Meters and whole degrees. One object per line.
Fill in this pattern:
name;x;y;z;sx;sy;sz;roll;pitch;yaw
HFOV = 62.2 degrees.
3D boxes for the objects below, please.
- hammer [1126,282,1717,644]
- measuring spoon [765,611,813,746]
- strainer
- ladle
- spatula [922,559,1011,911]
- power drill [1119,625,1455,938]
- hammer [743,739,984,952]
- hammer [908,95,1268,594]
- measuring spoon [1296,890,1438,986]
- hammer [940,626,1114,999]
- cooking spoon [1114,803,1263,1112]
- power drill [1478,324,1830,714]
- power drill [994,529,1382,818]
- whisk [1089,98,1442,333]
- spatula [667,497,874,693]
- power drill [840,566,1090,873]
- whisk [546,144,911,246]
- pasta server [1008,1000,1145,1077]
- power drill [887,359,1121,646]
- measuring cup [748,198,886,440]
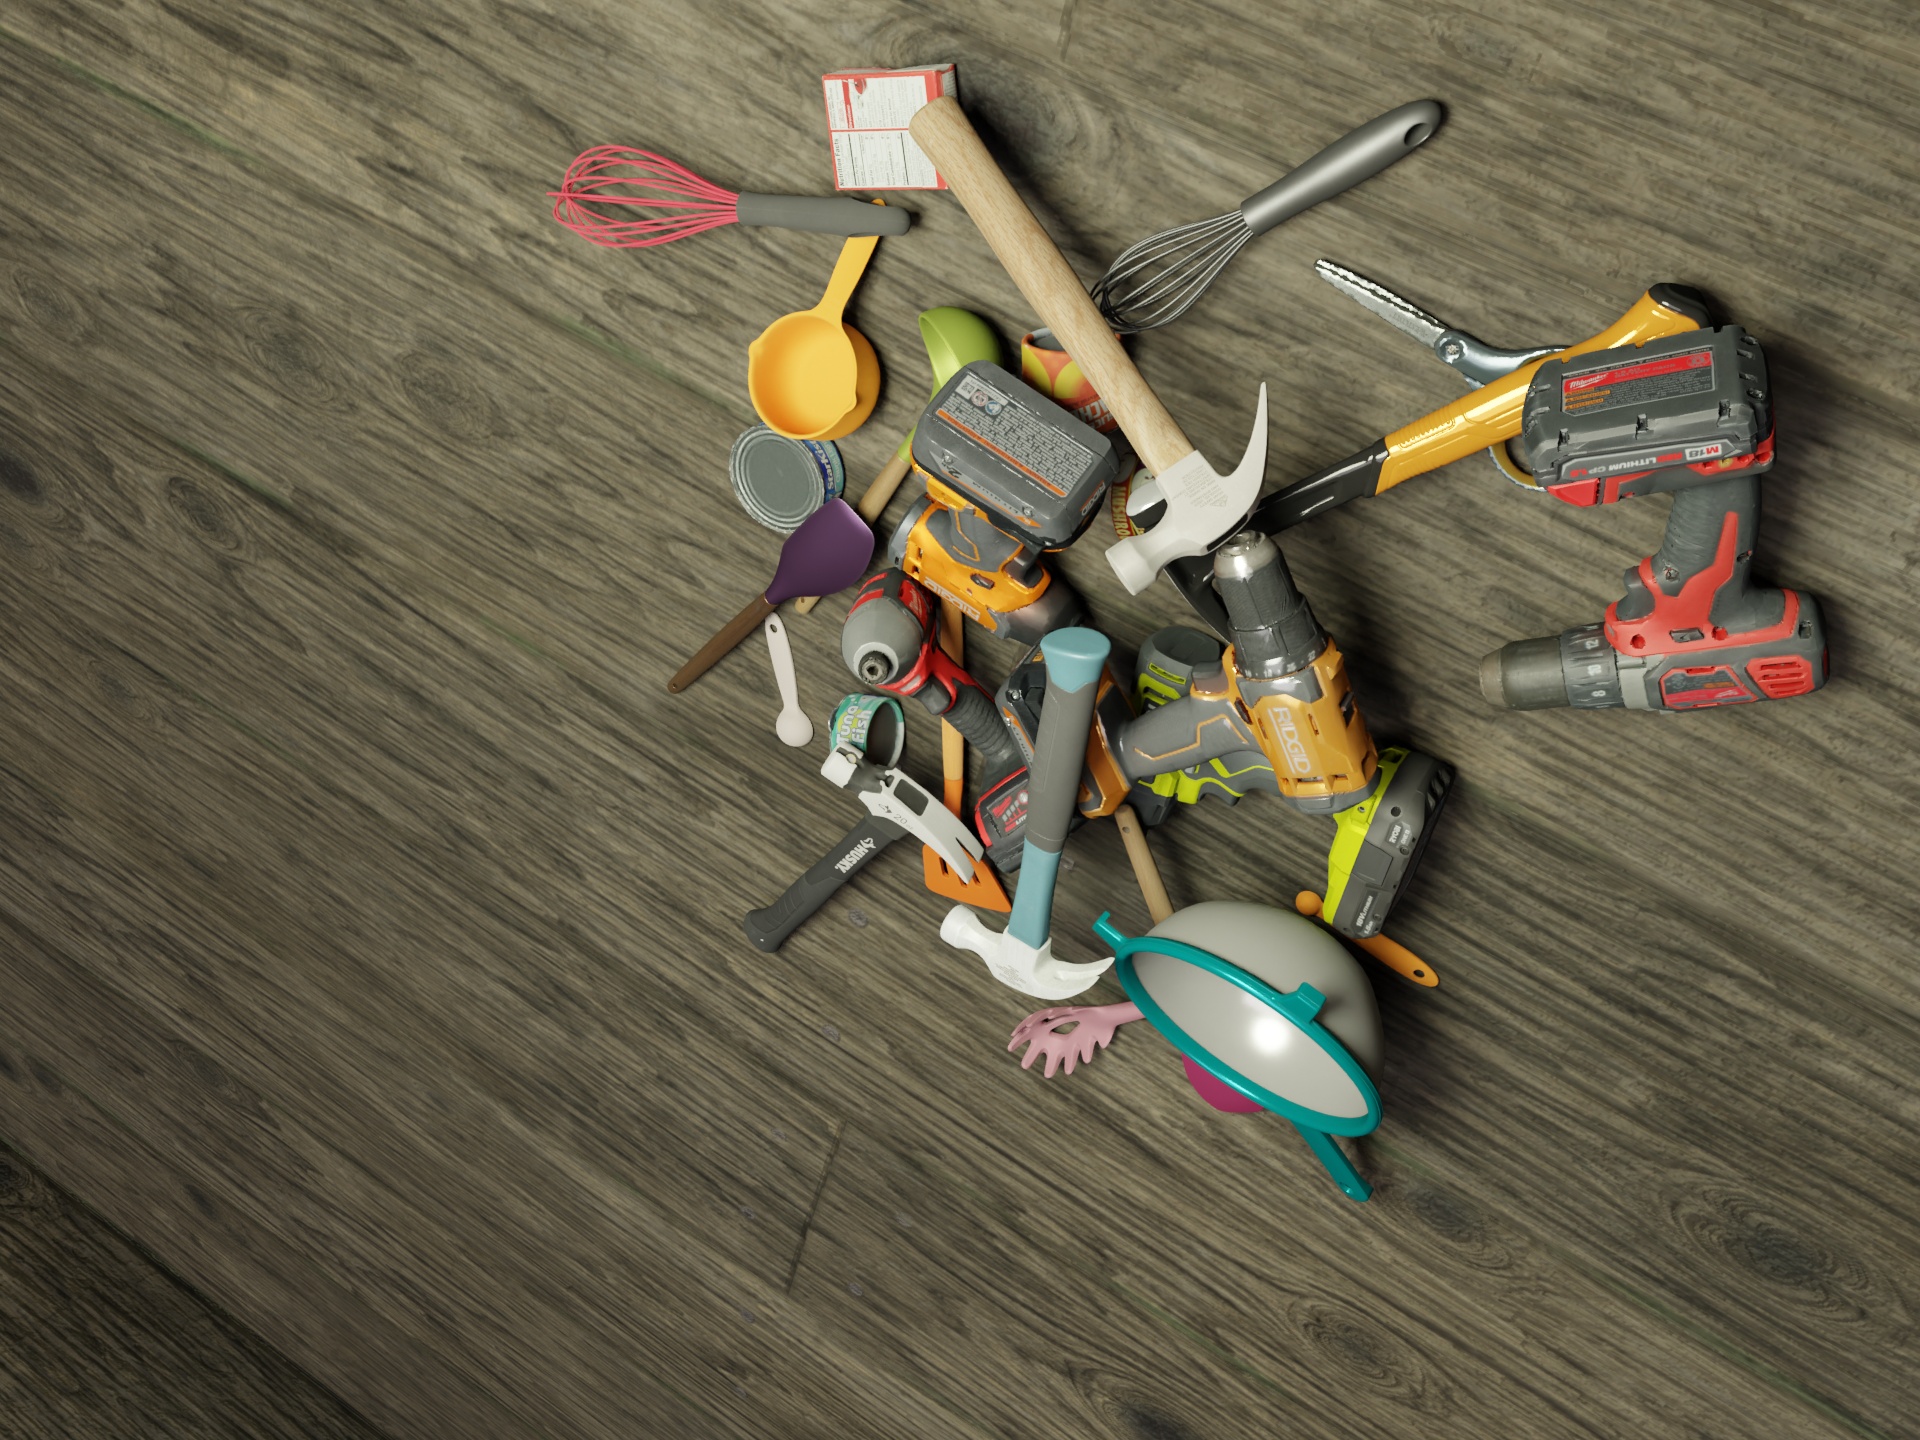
hammer;0.269;-0.152;0.930;0.337;0.034;0.127;-25;120;31
measuring spoon;-0.149;-0.032;1.322;0.034;0.018;0.124;7;120;29
strainer;0.251;0.233;1.155;0.211;0.095;0.340;14;149;47
ladle;-0.061;-0.174;1.157;0.078;0.062;0.320;59;137;17
spatula;-0.002;0.019;1.258;0.081;0.041;0.322;13;119;25
power drill;0.211;0.051;1.109;0.223;0.080;0.171;27;129;21
hammer;-0.106;0.133;1.346;0.146;0.035;0.334;35;143;-8
hammer;0.069;-0.243;0.949;0.130;0.031;0.331;-33;77;4
measuring spoon;0.296;0.161;1.160;0.117;0.011;0.021;32;130;12
hammer;0.056;0.069;1.050;0.128;0.033;0.330;30;138;23
cooking spoon;0.171;0.191;1.208;0.069;0.017;0.318;-8;122;27
power drill;0.370;-0.091;0.885;0.188;0.080;0.226;-7;132;28
power drill;0.135;-0.023;1.008;0.226;0.084;0.185;-6;121;37
whisk;0.175;-0.295;0.942;0.239;0.055;0.055;-24;103;35
spatula;-0.161;-0.086;1.276;0.059;0.018;0.316;48;138;-8
power drill;-0.002;-0.004;1.147;0.078;0.143;0.219;-36;106;18
whisk;-0.165;-0.358;1.105;0.296;0.073;0.073;13;123;24
pasta server;0.168;0.229;1.265;0.316;0.040;0.060;-22;114;38
power drill;0.036;-0.125;1.061;0.164;0.084;0.226;35;161;6
measuring cup;-0.082;-0.279;1.118;0.095;0.052;0.173;31;105;19
